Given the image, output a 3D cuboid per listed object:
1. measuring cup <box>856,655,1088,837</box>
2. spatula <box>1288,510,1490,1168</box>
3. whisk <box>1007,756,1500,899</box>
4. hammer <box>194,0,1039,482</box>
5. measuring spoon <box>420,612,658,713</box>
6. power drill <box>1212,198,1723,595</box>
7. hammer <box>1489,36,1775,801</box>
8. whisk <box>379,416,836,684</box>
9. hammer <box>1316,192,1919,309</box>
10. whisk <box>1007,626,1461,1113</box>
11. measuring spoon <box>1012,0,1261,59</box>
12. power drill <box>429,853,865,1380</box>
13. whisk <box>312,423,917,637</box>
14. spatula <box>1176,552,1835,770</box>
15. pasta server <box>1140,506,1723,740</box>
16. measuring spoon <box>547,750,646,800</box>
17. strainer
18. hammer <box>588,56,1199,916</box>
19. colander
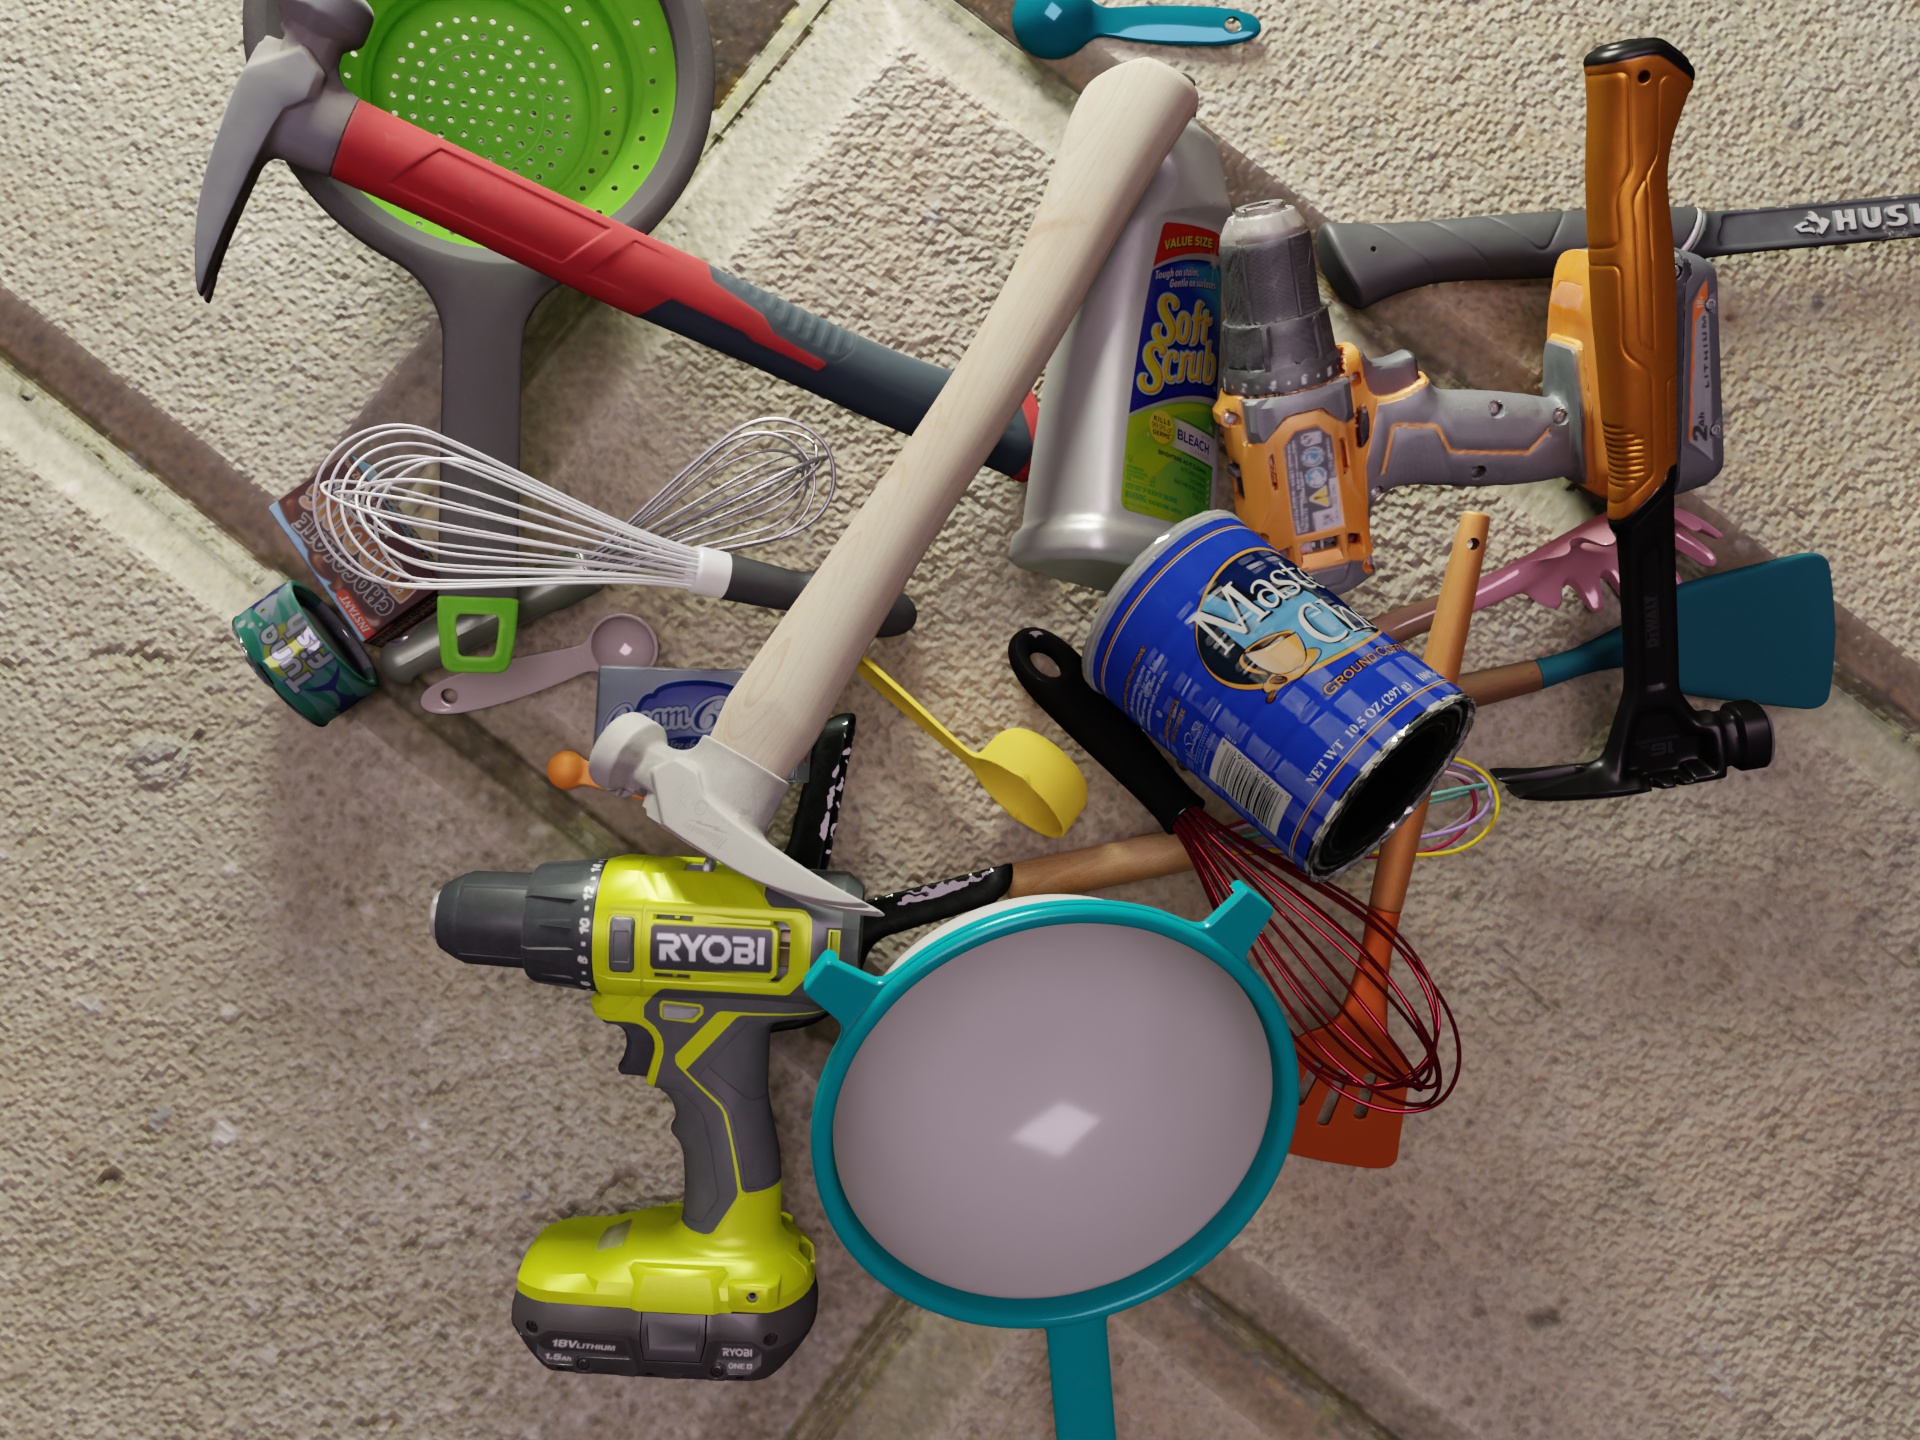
[{"bbox_3d":[-0.001,-0.002,0.780,0.156,0.062,0.029,40,73,13],"label":"measuring cup"},{"bbox_3d":[0.202,0.062,0.745,0.081,0.041,0.322,12,98,3],"label":"spatula"},{"bbox_3d":[0.143,0.059,0.777,0.245,0.051,0.047,-12,92,2],"label":"whisk"},{"bbox_3d":[-0.137,-0.182,0.728,0.386,0.038,0.143,21,89,-19],"label":"hammer"},{"bbox_3d":[-0.209,-0.027,0.793,0.124,0.018,0.034,-15,109,5],"label":"measuring spoon"},{"bbox_3d":[0.231,-0.168,0.750,0.226,0.084,0.185,-14,112,0],"label":"power drill"},{"bbox_3d":[0.295,-0.122,0.710,0.127,0.034,0.336,-10,110,2],"label":"hammer"},{"bbox_3d":[-0.174,-0.078,0.781,0.246,0.058,0.059,-26,107,2],"label":"whisk"},{"bbox_3d":[0.386,-0.252,0.804,0.409,0.036,0.149,-5,85,-1],"label":"hammer"},{"bbox_3d":[0.116,0.059,0.733,0.073,0.073,0.296,-39,65,-3],"label":"whisk"},{"bbox_3d":[0.091,-0.361,0.813,0.128,0.021,0.042,3,86,1],"label":"measuring spoon"},{"bbox_3d":[-0.144,0.172,0.725,0.190,0.080,0.228,3,98,-1],"label":"power drill"},{"bbox_3d":[-0.146,-0.076,0.730,0.284,0.070,0.070,10,86,-28],"label":"whisk"},{"bbox_3d":[0.263,-0.014,0.782,0.317,0.044,0.082,-14,114,0],"label":"spatula"},{"bbox_3d":[0.217,-0.040,0.786,0.316,0.060,0.040,-22,56,1],"label":"pasta server"},{"bbox_3d":[-0.149,0.031,0.780,0.117,0.011,0.021,8,85,11],"label":"measuring spoon"},{"bbox_3d":[0.042,0.215,0.734,0.211,0.095,0.340,-9,113,-7],"label":"strainer"},{"bbox_3d":[0.000,-0.114,0.707,0.146,0.038,0.411,29,83,19],"label":"hammer"},{"bbox_3d":[-0.230,-0.223,0.763,0.204,0.094,0.397,1,95,-19],"label":"colander"}]
